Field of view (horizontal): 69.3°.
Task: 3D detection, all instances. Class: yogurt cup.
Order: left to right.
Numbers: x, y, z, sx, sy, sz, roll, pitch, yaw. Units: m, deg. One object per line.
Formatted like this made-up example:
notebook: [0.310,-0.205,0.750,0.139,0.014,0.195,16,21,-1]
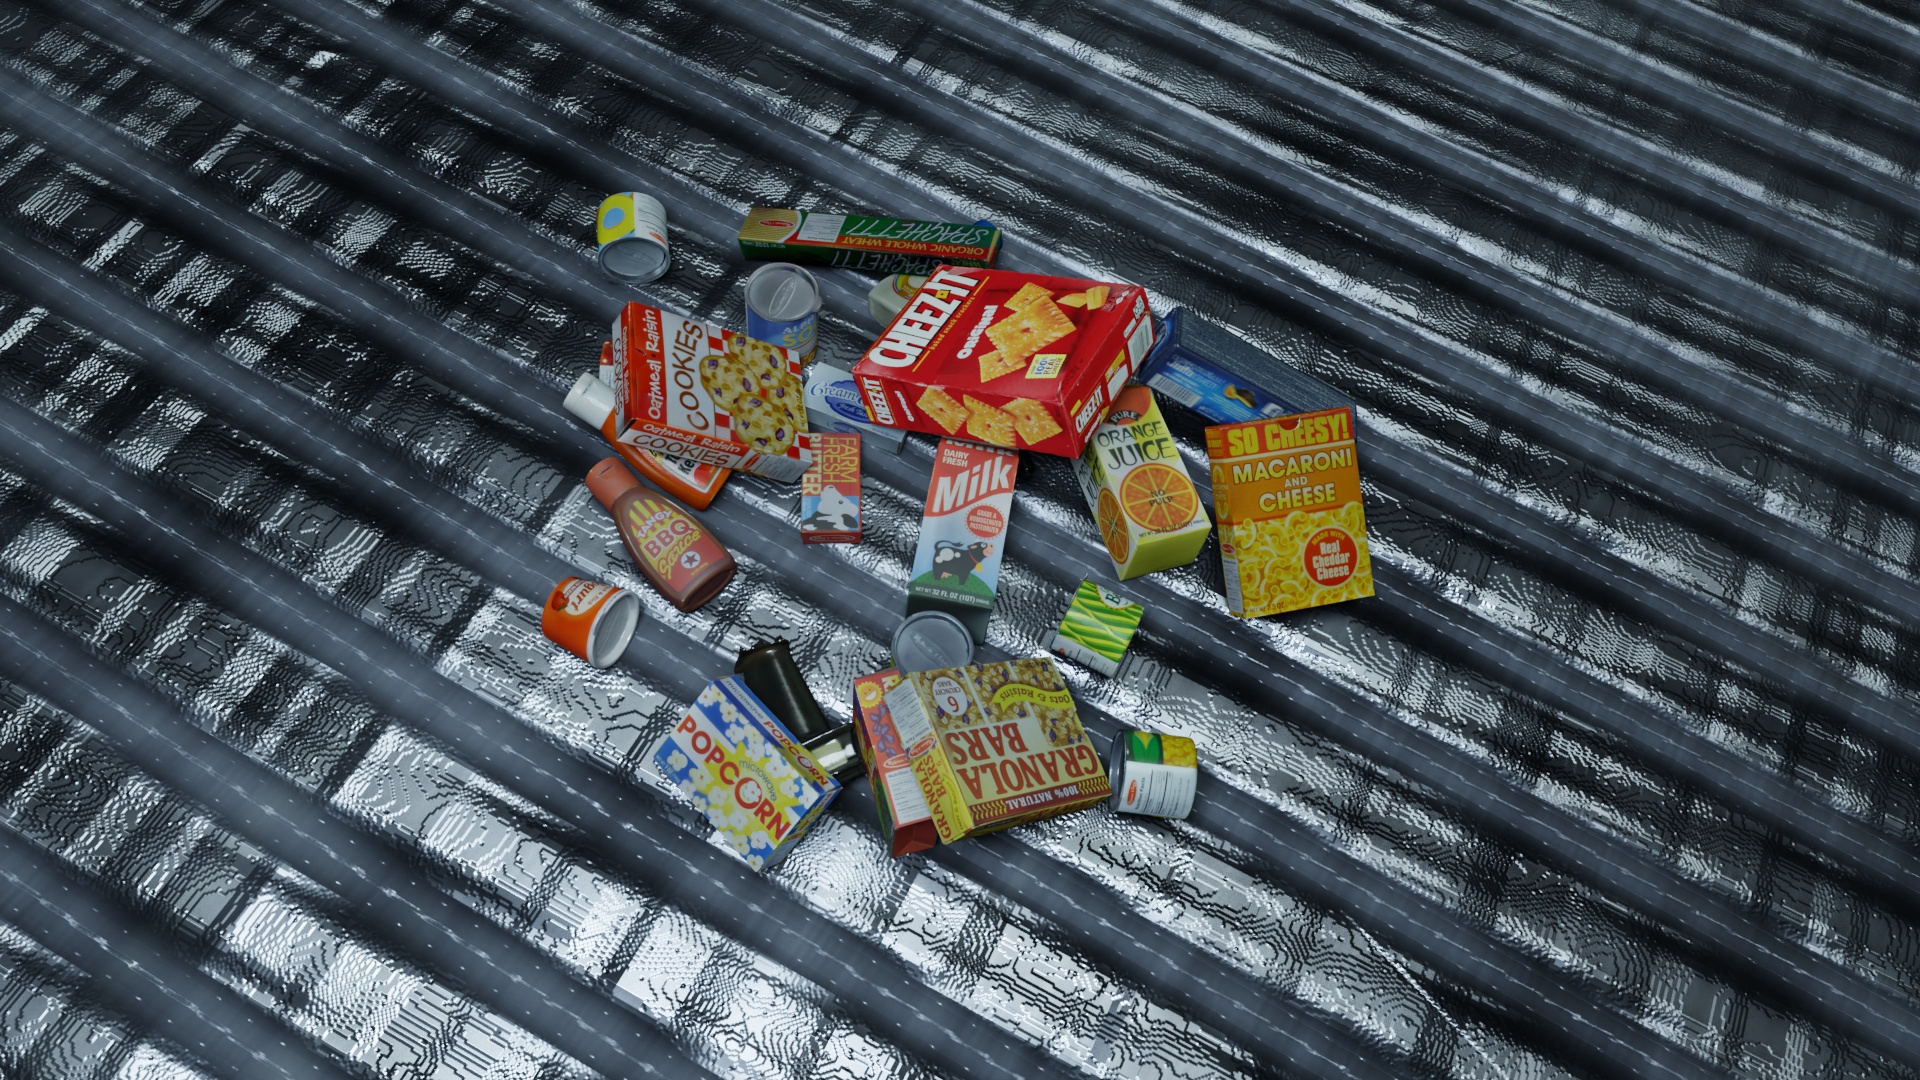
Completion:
yogurt cup: [-0.300,0.063,1.120,0.054,0.072,0.073,20,61,14]

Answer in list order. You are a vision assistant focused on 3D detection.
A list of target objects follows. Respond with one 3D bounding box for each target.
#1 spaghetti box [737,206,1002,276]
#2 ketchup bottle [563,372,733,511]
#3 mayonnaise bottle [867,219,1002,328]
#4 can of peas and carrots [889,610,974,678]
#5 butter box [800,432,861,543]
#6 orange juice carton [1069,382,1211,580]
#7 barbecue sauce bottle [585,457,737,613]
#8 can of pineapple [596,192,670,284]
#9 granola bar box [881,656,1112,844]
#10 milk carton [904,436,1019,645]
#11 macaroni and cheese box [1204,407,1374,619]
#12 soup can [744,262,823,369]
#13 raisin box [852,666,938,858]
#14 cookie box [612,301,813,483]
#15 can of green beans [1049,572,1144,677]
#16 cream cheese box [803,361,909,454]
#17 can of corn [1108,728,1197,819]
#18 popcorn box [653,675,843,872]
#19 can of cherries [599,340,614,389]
spaghetti box: [-0.086,-0.282,1.321,0.250,0.028,0.050,8,52,12]
ketchup bottle: [-0.267,-0.089,1.192,0.149,0.043,0.065,33,62,-10]
mayonnaise bottle: [-0.020,-0.255,1.338,0.065,0.041,0.149,36,64,21]
can of peas and carrots: [-0.026,0.101,1.132,0.071,0.058,0.071,2,62,-4]
butter box: [-0.114,-0.047,1.223,0.053,0.024,0.104,0,61,-6]
orange juice carton: [0.148,-0.068,1.236,0.072,0.072,0.193,-13,63,-13]
barbecue sauce bottle: [-0.258,-0.009,1.175,0.065,0.043,0.149,-40,72,-19]
can of pineapple: [-0.310,-0.284,1.308,0.071,0.070,0.058,-5,62,-9]
granola bar box: [0.032,0.156,1.066,0.166,0.039,0.124,-1,60,-47]
milk carton: [0.004,-0.015,1.190,0.072,0.073,0.191,10,60,0]
macaroni and cheese box: [0.286,-0.025,1.202,0.124,0.040,0.166,-9,94,-12]
soup can: [-0.160,-0.201,1.268,0.071,0.083,0.071,3,62,-5]
raisin box: [-0.050,0.172,1.074,0.040,0.085,0.124,-13,64,-11]
cookie box: [-0.212,-0.126,1.188,0.167,0.040,0.123,13,53,-36]
can of green beans: [0.114,0.073,1.159,0.058,0.071,0.071,26,62,7]
cream cheese box: [-0.093,-0.121,1.266,0.104,0.024,0.053,20,60,5]
can of corn: [0.152,0.184,1.104,0.058,0.070,0.071,7,61,-3]
popcorn box: [-0.164,0.176,1.061,0.127,0.038,0.085,43,106,16]
can of cherries: [-0.286,-0.145,1.235,0.058,0.071,0.072,2,61,-4]
